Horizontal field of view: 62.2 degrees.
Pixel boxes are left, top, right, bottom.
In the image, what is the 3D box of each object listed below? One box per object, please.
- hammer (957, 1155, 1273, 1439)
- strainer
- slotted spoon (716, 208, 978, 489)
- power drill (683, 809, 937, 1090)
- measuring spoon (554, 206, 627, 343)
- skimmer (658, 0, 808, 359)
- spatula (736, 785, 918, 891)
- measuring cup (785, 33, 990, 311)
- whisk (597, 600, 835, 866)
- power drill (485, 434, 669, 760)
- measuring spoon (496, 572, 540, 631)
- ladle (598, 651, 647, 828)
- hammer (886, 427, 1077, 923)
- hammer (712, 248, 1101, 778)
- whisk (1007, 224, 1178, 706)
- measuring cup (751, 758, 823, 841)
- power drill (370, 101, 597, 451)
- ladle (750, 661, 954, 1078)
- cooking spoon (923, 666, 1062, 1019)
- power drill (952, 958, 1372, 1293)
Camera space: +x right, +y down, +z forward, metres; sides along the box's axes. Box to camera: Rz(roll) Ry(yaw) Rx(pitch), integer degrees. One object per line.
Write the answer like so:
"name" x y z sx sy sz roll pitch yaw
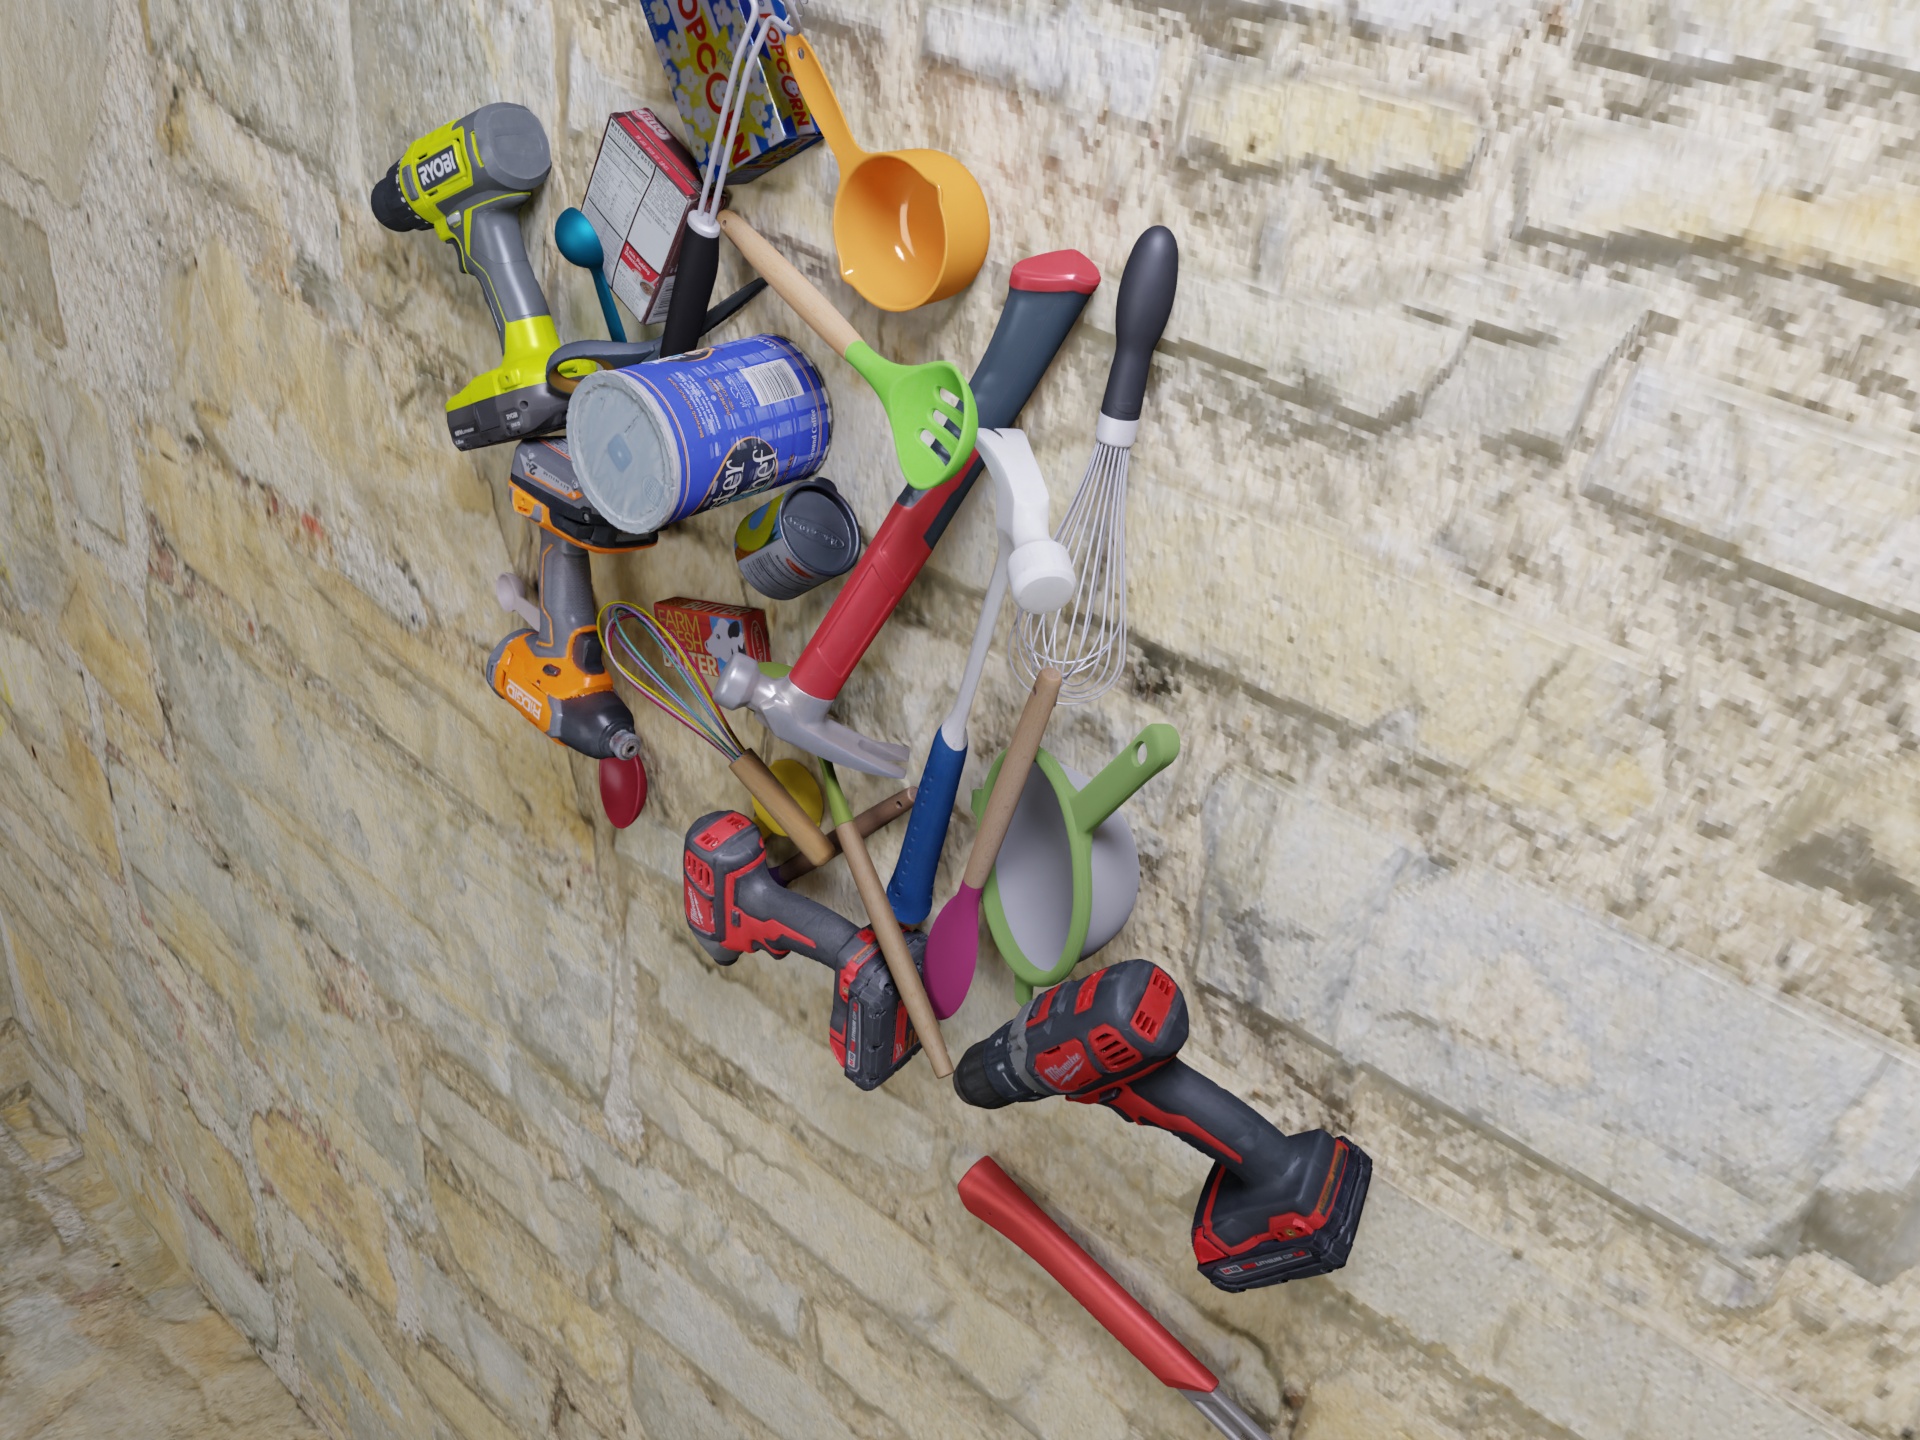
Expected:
"hammer" 0.140 0.440 1.131 0.359 0.037 0.149 40 132 21
"strainer" 0.086 0.064 0.948 0.256 0.069 0.152 128 134 -56
"slotted spoon" -0.074 -0.234 0.949 0.314 0.031 0.070 50 124 37
"power drill" -0.122 0.173 1.200 0.220 0.078 0.143 30 135 26
"measuring spoon" -0.253 -0.290 1.096 0.042 0.021 0.128 35 150 38
"skimmer" -0.163 -0.337 0.929 0.127 0.090 0.363 50 142 20
"spatula" -0.120 0.111 1.224 0.060 0.018 0.316 54 137 -2
"measuring cup" -0.044 -0.321 0.917 0.095 0.052 0.173 -29 88 47
"whisk" -0.177 0.011 1.153 0.245 0.047 0.051 50 -178 -9
"power drill" -0.285 -0.085 1.207 0.164 0.084 0.226 33 120 34
"measuring spoon" -0.351 -0.089 1.331 0.124 0.018 0.034 36 125 35
"ladle" -0.305 -0.064 1.305 0.069 0.031 0.315 5 111 48
"hammer" -0.002 -0.003 0.991 0.405 0.035 0.144 106 158 -49
"hammer" -0.014 -0.115 0.980 0.143 0.038 0.386 26 127 -15
"whisk" 0.082 -0.133 0.893 0.070 0.070 0.284 29 122 30
"measuring cup" -0.160 0.084 1.238 0.062 0.029 0.156 55 134 7
"power drill" -0.360 -0.325 1.192 0.190 0.080 0.228 -3 105 43
"ladle" -0.082 0.102 1.110 0.078 0.062 0.320 69 177 -77
"cooking spoon" 0.014 0.085 1.007 0.318 0.017 0.069 109 151 -42
"power drill" 0.116 0.249 0.972 0.226 0.080 0.188 42 137 -11
